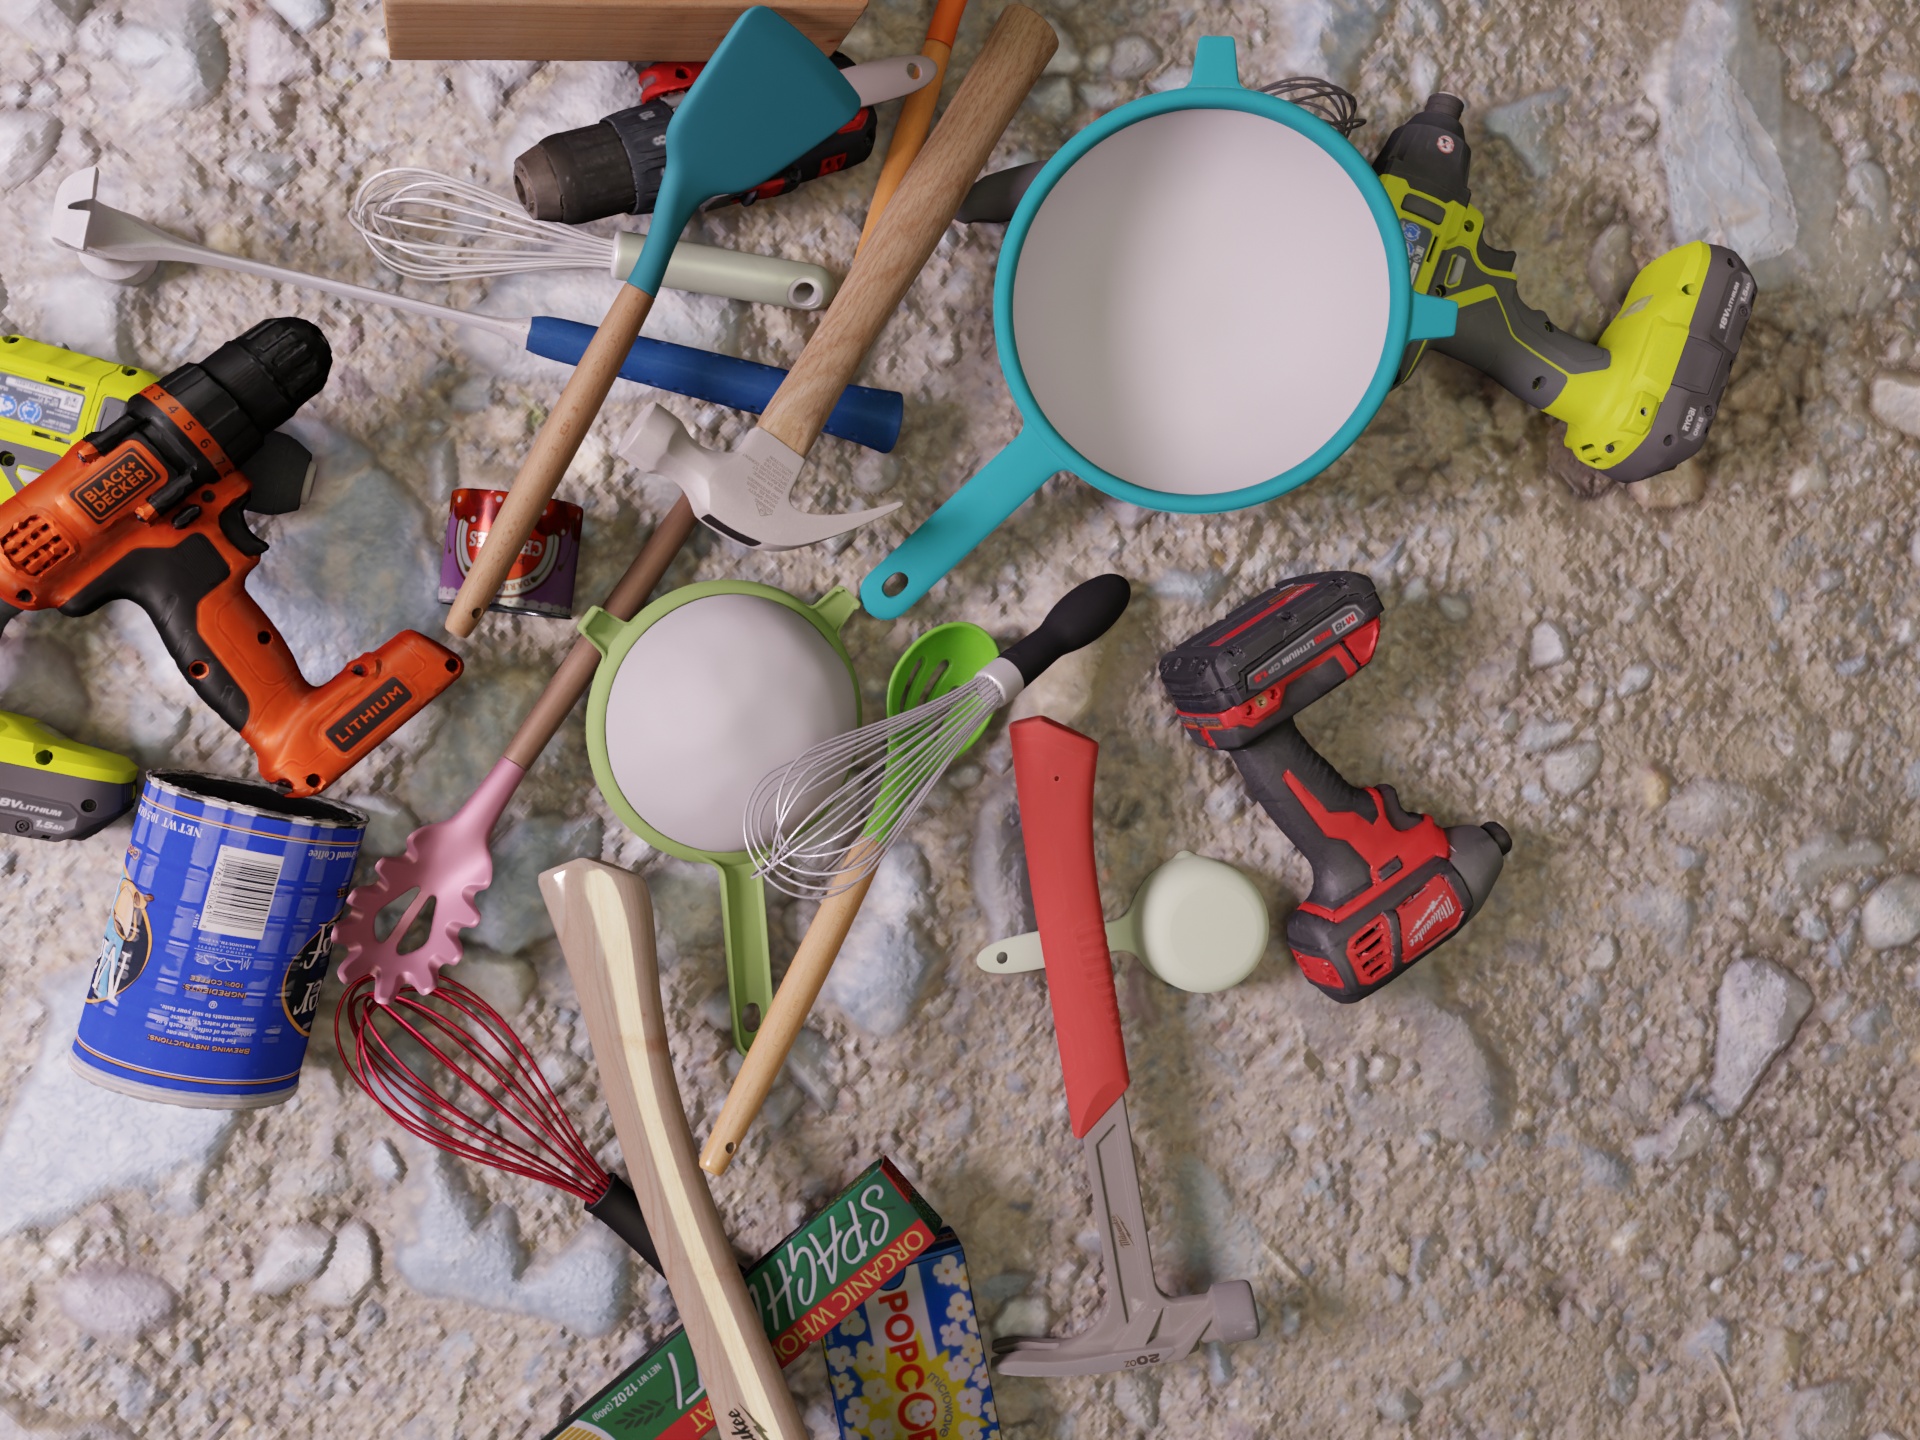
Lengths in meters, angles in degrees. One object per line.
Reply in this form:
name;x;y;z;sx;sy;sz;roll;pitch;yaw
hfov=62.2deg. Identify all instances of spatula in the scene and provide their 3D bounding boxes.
spatula;-0.020;-0.339;0.862;0.081;0.041;0.322;18;92;-10
spatula;-0.156;-0.175;0.741;0.044;0.082;0.317;31;94;34

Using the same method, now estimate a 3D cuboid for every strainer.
strainer;0.078;-0.177;0.860;0.340;0.095;0.211;-41;96;12
strainer;-0.106;0.056;0.816;0.151;0.069;0.256;-7;98;-27

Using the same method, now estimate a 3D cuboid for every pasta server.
pasta server;-0.210;-0.001;0.807;0.060;0.040;0.316;35;77;-15

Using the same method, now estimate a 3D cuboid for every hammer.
hammer;-0.035;-0.230;0.811;0.130;0.031;0.331;35;74;-22
hammer;-0.224;-0.193;0.783;0.405;0.144;0.035;10;94;-18
hammer;0.061;0.177;0.862;0.149;0.037;0.359;-10;95;4
hammer;-0.140;0.269;0.790;0.146;0.038;0.411;-19;86;-5

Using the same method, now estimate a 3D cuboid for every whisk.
whisk;0.109;-0.307;0.874;0.239;0.055;0.055;-15;94;-6
whisk;-0.001;-0.003;0.815;0.284;0.070;0.070;-39;99;-32
whisk;-0.186;-0.242;0.822;0.246;0.059;0.057;6;127;-15
whisk;-0.201;0.232;0.826;0.295;0.073;0.073;45;83;-15

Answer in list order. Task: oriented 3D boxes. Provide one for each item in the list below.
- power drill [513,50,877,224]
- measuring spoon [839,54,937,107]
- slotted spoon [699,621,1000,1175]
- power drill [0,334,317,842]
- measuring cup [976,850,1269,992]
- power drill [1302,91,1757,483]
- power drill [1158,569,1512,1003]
power drill;-0.159;-0.364;0.793;0.188;0.080;0.226;-23;99;-22
measuring spoon;-0.062;-0.314;0.791;0.124;0.018;0.034;-24;102;-23
slotted spoon;-0.058;0.084;0.820;0.070;0.031;0.314;40;65;-33
power drill;-0.430;-0.063;0.761;0.190;0.080;0.228;15;86;-20
measuring cup;0.093;0.122;0.886;0.167;0.038;0.083;-8;93;-13
power drill;0.322;-0.242;0.904;0.223;0.080;0.171;20;89;-8
power drill;0.217;0.033;0.889;0.143;0.078;0.219;-31;100;-14
